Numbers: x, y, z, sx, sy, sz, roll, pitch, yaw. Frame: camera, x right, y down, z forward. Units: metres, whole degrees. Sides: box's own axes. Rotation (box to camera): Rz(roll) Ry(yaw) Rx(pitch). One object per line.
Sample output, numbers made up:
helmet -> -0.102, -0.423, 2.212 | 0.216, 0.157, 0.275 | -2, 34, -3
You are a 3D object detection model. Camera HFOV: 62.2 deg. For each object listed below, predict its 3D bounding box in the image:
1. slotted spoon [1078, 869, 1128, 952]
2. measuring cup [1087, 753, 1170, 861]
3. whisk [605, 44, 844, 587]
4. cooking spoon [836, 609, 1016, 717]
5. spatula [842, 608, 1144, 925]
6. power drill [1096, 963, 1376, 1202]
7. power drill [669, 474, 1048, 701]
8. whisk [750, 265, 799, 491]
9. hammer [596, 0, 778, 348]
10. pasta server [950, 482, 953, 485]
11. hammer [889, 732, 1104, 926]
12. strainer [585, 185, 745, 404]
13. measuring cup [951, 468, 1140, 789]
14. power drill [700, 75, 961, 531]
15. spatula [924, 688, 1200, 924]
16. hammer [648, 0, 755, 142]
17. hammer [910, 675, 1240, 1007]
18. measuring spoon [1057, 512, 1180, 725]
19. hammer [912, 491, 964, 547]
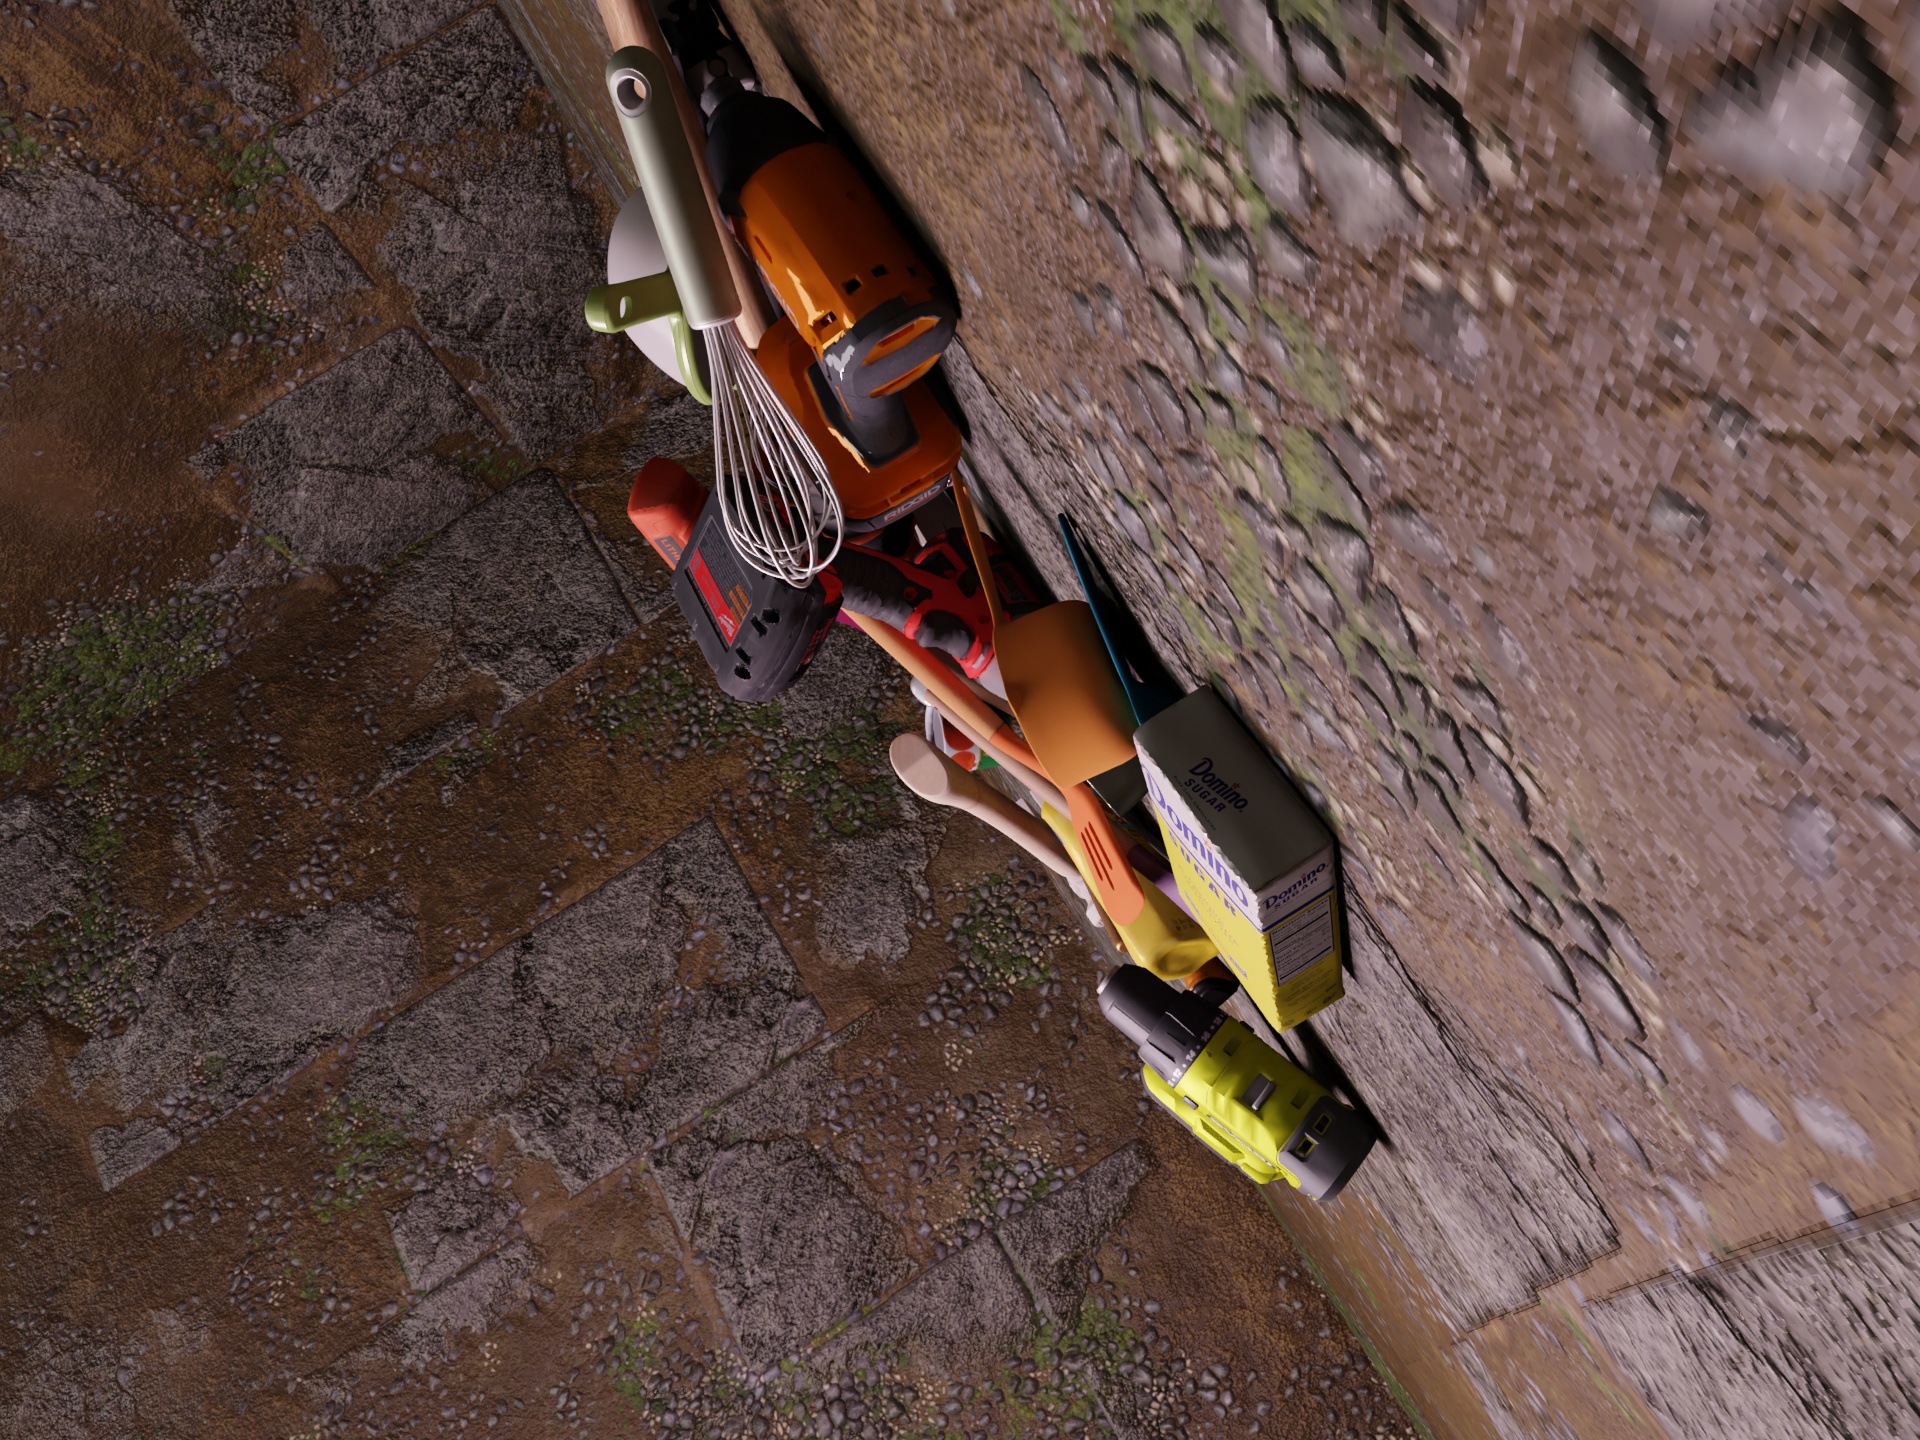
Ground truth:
slotted spoon -> 0.095, 0.093, 1.313 | 0.070, 0.031, 0.314 | 58, -174, -30
measuring cup -> 0.106, 0.040, 0.966 | 0.167, 0.038, 0.083 | 44, -175, -44
whisk -> -0.106, -0.172, 0.710 | 0.059, 0.058, 0.246 | -65, -37, -59
cooking spoon -> -0.034, -0.051, 1.081 | 0.318, 0.017, 0.069 | 29, 163, -29
spatula -> -0.002, -0.003, 0.968 | 0.323, 0.041, 0.081 | 42, 163, 8
power drill -> 0.178, 0.243, 1.081 | 0.191, 0.080, 0.228 | 37, 172, 15
power drill -> -0.040, -0.061, 0.903 | 0.219, 0.078, 0.143 | 5, -141, -38
whisk -> -0.117, -0.248, 1.009 | 0.055, 0.055, 0.238 | -125, 22, -44
hammer -> -0.157, -0.327, 0.782 | 0.130, 0.031, 0.331 | 39, 159, 40
pasta server -> -0.087, -0.259, 1.045 | 0.317, 0.040, 0.060 | 60, 179, 31
hammer -> 0.032, 0.071, 1.290 | 0.146, 0.038, 0.410 | 54, -173, 26
strainer -> -0.184, -0.253, 0.922 | 0.256, 0.069, 0.151 | -64, -21, -67
measuring cup -> 0.044, -0.055, 0.790 | 0.095, 0.052, 0.174 | 18, -128, -73
power drill -> -0.066, -0.201, 0.782 | 0.164, 0.084, 0.226 | 57, 173, 13
spatula -> 0.088, 0.066, 0.991 | 0.316, 0.018, 0.059 | 39, 165, 29
hammer -> -0.173, -0.392, 0.946 | 0.146, 0.035, 0.335 | 57, 178, -8
hammer -> 0.097, 0.081, 1.228 | 0.337, 0.034, 0.127 | 51, -155, 16
measuring spoon -> 0.078, -0.040, 0.738 | 0.042, 0.021, 0.128 | -50, -63, -78
hammer -> -0.010, -0.109, 1.245 | 0.149, 0.036, 0.358 | 56, 177, 19
